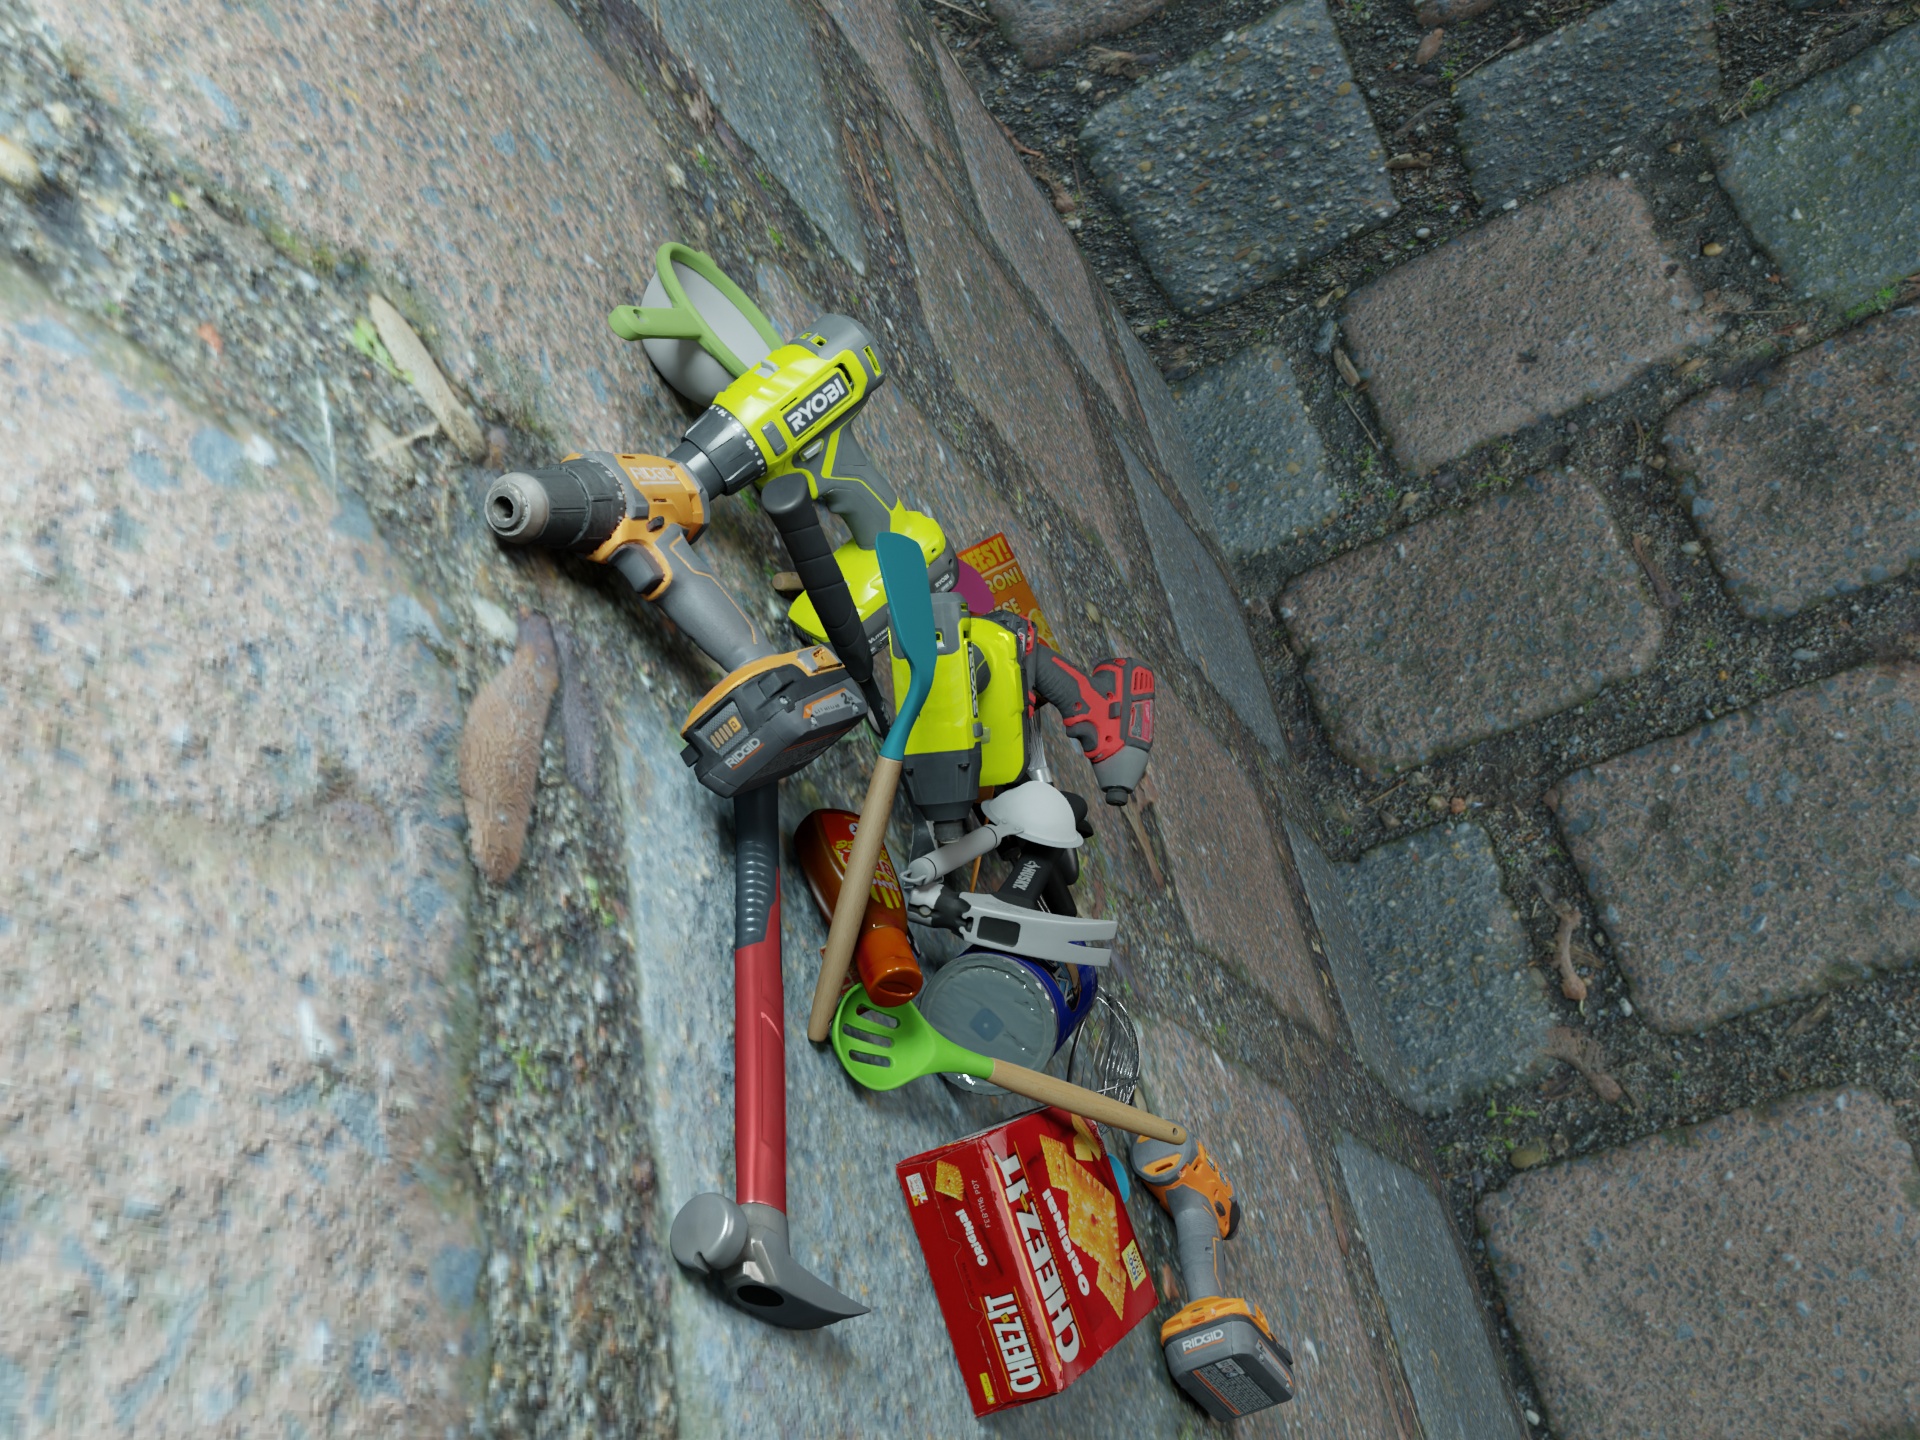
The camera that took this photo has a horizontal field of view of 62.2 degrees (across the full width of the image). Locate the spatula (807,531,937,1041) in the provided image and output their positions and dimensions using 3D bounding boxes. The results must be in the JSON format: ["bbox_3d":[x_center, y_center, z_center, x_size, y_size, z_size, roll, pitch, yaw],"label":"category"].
[{"bbox_3d":[-0.059,0.044,0.980,0.082,0.044,0.317,-5,111,-73],"label":"spatula"}]

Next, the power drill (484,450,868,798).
[{"bbox_3d":[-0.172,-0.066,0.949,0.226,0.084,0.185,54,21,6],"label":"power drill"}]

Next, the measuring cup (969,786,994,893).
[{"bbox_3d":[0.000,0.065,1.331,0.095,0.052,0.174,96,4,-76],"label":"measuring cup"}]

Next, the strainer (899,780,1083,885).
[{"bbox_3d":[0.027,0.086,1.206,0.258,0.087,0.050,-21,132,-58],"label":"strainer"}]

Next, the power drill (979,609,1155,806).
[{"bbox_3d":[0.093,-0.009,1.477,0.219,0.078,0.143,20,67,-36],"label":"power drill"}]

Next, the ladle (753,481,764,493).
[{"bbox_3d":[-0.101,-0.202,1.383,0.320,0.062,0.078,9,72,-71],"label":"ladle"}]

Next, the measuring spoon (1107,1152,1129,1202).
[{"bbox_3d":[0.095,0.366,1.295,0.128,0.021,0.042,34,36,-42],"label":"measuring spoon"}]

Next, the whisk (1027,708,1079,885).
[{"bbox_3d":[0.070,0.026,1.577,0.070,0.070,0.285,11,61,-68],"label":"whisk"}]

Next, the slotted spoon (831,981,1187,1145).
[{"bbox_3d":[0.038,0.246,1.083,0.313,0.031,0.070,25,62,-29],"label":"slotted spoon"}]

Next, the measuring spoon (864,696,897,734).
[{"bbox_3d":[-0.046,0.001,1.340,0.124,0.018,0.034,24,45,-65],"label":"measuring spoon"}]

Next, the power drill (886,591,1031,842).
[{"bbox_3d":[-0.002,-0.004,1.182,0.223,0.080,0.171,-11,96,-80],"label":"power drill"}]

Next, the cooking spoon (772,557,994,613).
[{"bbox_3d":[-0.059,-0.117,1.357,0.318,0.017,0.069,-6,63,-59],"label":"cooking spoon"}]

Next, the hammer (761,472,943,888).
[{"bbox_3d":[-0.068,-0.026,1.118,0.408,0.036,0.149,70,11,-55],"label":"hammer"}]

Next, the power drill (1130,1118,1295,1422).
[{"bbox_3d":[0.222,0.483,1.394,0.164,0.084,0.227,52,19,-37],"label":"power drill"}]

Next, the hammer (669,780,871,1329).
[{"bbox_3d":[-0.111,0.157,0.944,0.143,0.038,0.387,49,25,-43],"label":"hammer"}]

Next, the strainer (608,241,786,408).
[{"bbox_3d":[-0.204,-0.268,1.146,0.151,0.069,0.256,53,19,-1],"label":"strainer"}]

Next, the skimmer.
[{"bbox_3d":[0.049,0.182,1.366,0.363,0.090,0.127,60,15,15],"label":"skimmer"}]

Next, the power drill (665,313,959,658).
[{"bbox_3d":[-0.110,-0.154,1.161,0.080,0.190,0.228,33,-21,46],"label":"power drill"}]

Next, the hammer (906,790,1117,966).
[{"bbox_3d":[0.067,0.114,1.271,0.335,0.146,0.035,-45,147,-73],"label":"hammer"}]
